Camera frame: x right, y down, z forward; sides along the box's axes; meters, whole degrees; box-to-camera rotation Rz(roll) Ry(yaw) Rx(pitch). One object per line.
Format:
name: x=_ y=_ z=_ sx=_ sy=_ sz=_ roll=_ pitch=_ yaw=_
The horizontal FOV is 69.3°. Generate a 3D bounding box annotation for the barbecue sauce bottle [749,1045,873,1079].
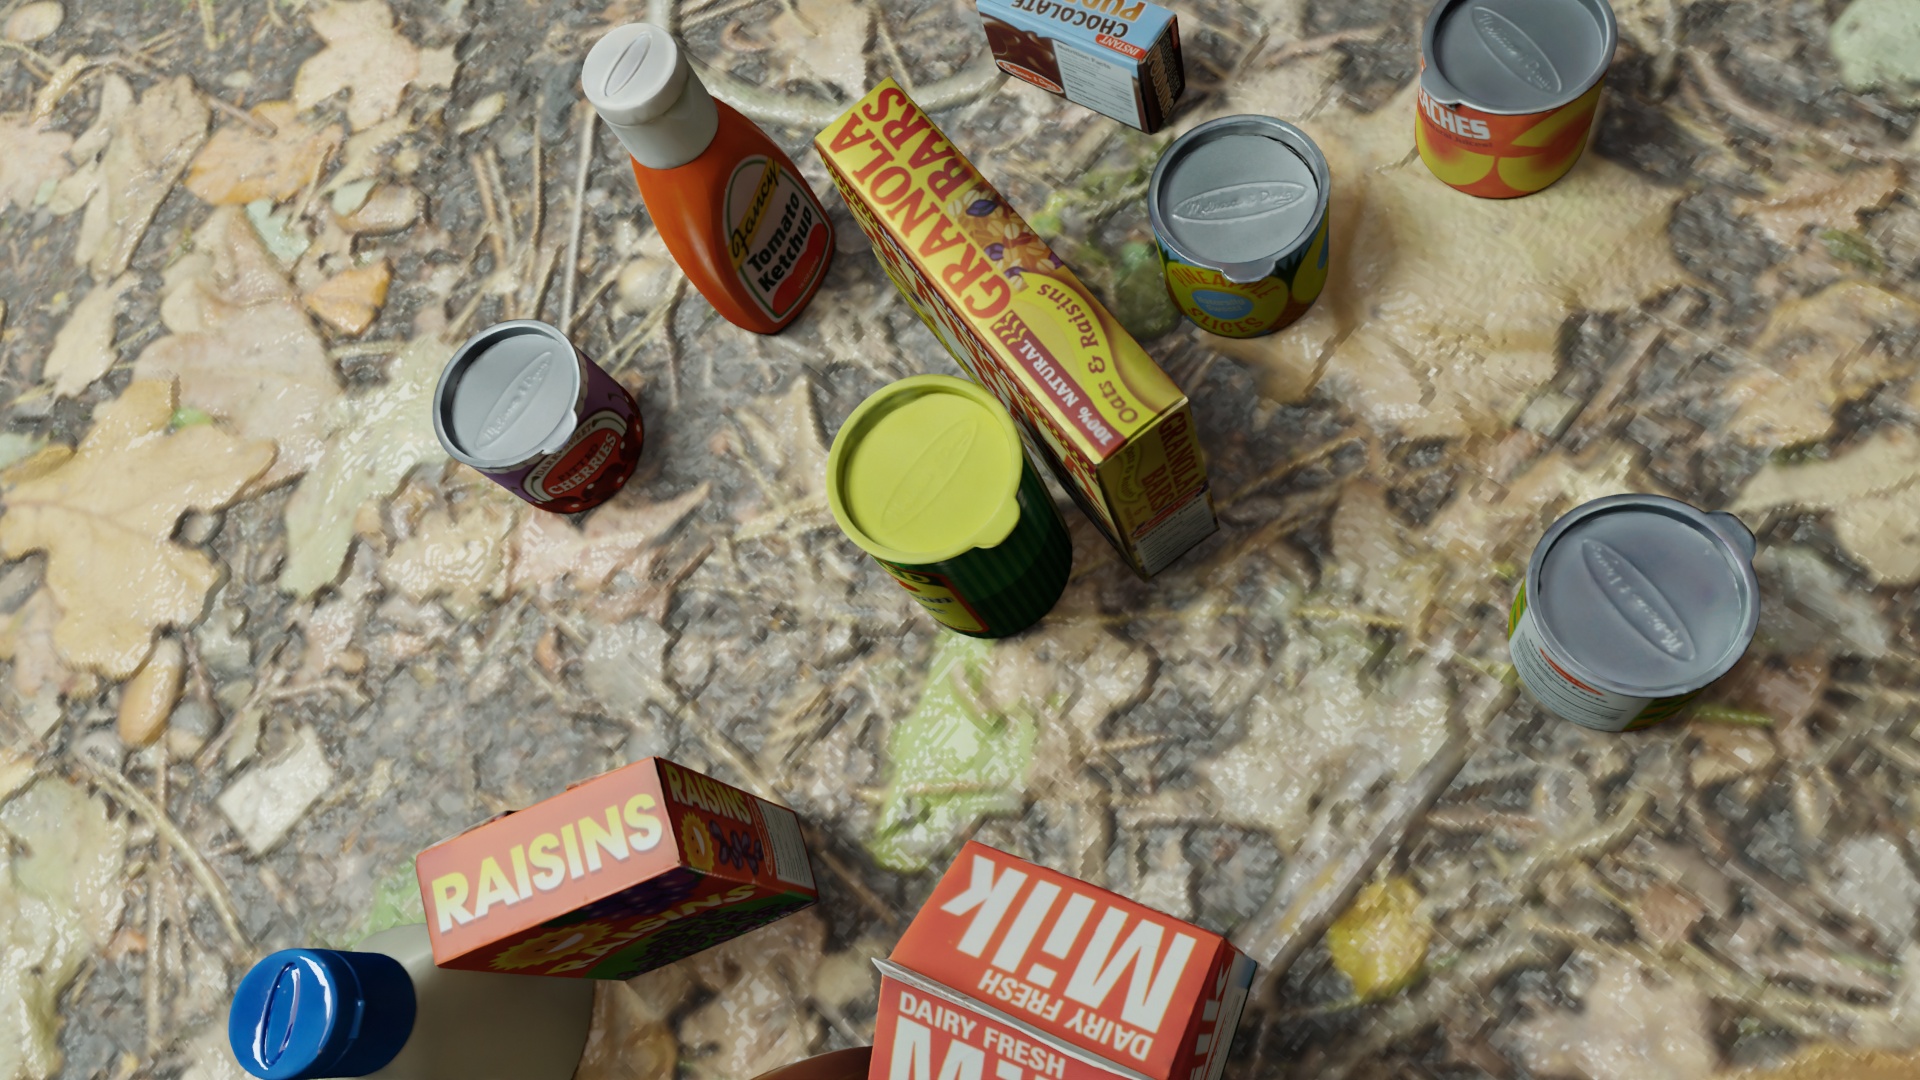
barbecue sauce bottle: x=-0.052 y=0.185 z=0.417 sx=0.044 sy=0.148 sz=0.065 roll=34 pitch=83 yaw=22

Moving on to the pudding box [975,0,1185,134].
pudding box: x=0.051 y=-0.210 z=0.585 sx=0.084 sy=0.049 sz=0.030 roll=30 pitch=81 yaw=22

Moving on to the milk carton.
milk carton: x=0.034 y=0.135 z=0.389 sx=0.072 sy=0.190 sz=0.073 roll=17 pitch=77 yaw=20

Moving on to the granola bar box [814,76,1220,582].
granola bar box: x=0.022 y=-0.071 z=0.502 sx=0.039 sy=0.124 sz=0.166 roll=-38 pitch=66 yaw=0

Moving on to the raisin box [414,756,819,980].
raisin box: x=-0.110 y=0.114 z=0.471 sx=0.086 sy=0.123 sz=0.040 roll=-23 pitch=67 yaw=6

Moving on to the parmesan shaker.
parmesan shaker: x=0.002 y=-0.006 z=0.496 sx=0.071 sy=0.103 sz=0.071 roll=-5 pitch=70 yaw=13

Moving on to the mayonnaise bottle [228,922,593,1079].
mayonnaise bottle: x=-0.174 y=0.156 z=0.459 sx=0.041 sy=0.147 sz=0.065 roll=0 pitch=72 yaw=15

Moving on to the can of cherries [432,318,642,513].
can of cherries: x=-0.174 y=-0.049 z=0.581 sx=0.071 sy=0.058 sz=0.071 roll=-5 pitch=70 yaw=13

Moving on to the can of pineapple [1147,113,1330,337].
can of pineapple: x=0.107 y=-0.117 z=0.533 sx=0.071 sy=0.057 sz=0.071 roll=-5 pitch=70 yaw=13

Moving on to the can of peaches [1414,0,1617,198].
can of peaches: x=0.205 y=-0.171 z=0.526 sx=0.071 sy=0.058 sz=0.071 roll=-5 pitch=70 yaw=13

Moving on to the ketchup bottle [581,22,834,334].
ketchup bottle: x=-0.097 y=-0.140 z=0.545 sx=0.043 sy=0.148 sz=0.065 roll=24 pitch=79 yaw=21

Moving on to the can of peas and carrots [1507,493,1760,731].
can of peas and carrots: x=0.218 y=0.023 z=0.453 sx=0.071 sy=0.058 sz=0.071 roll=-5 pitch=70 yaw=13
